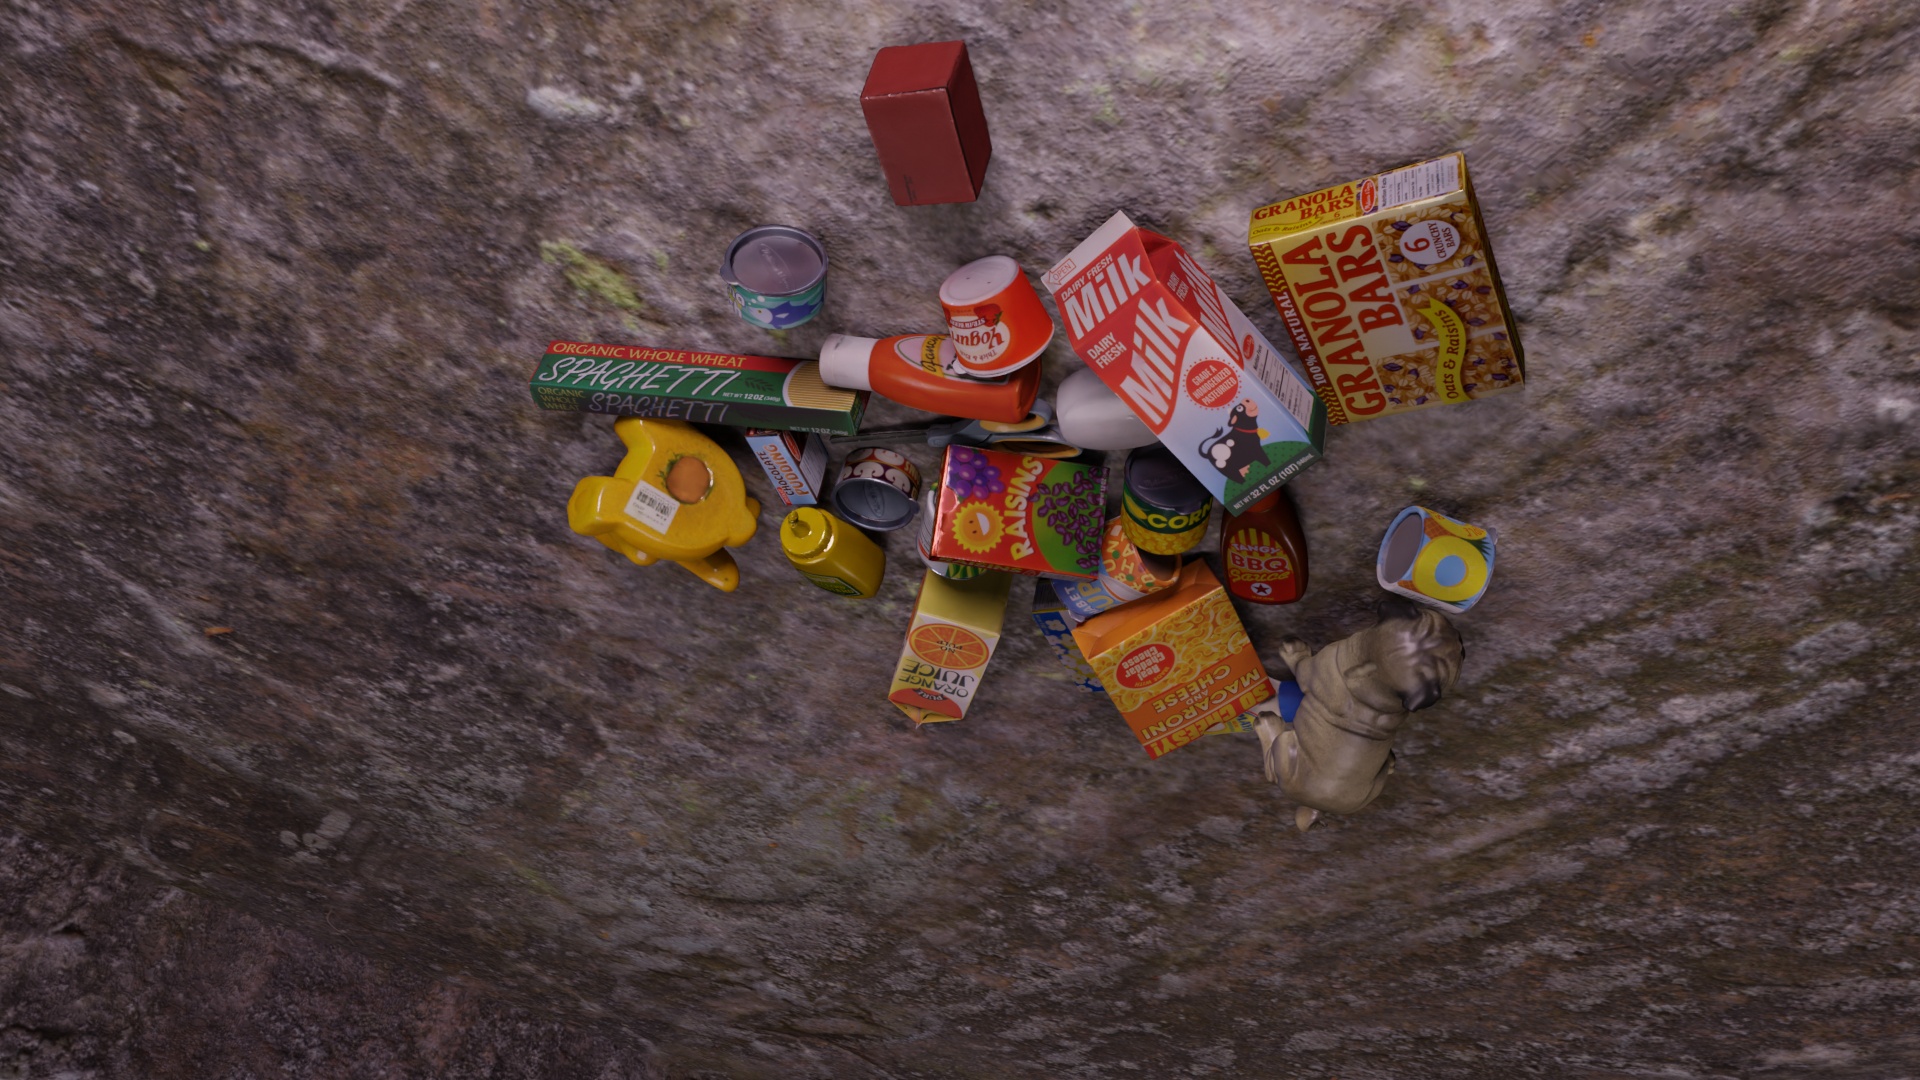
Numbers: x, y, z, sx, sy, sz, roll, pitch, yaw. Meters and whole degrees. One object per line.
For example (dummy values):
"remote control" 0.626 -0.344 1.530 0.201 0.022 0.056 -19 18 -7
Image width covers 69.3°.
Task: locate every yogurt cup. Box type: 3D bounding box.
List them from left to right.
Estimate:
"yogurt cup" 0.021 -0.147 0.898 0.072 0.073 0.053 -7 131 25

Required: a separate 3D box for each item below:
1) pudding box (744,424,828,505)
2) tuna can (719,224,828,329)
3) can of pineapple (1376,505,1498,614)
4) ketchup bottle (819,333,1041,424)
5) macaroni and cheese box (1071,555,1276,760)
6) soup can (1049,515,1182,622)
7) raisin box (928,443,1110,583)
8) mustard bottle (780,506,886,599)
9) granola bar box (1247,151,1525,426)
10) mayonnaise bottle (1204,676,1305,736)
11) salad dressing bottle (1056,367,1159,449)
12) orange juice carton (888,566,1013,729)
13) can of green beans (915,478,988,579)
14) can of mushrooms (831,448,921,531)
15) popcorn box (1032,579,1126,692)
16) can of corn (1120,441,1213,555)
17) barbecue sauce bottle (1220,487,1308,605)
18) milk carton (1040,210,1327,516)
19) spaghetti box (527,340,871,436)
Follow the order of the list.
"pudding box" -0.130 -0.071 1.055 0.030 0.050 0.083 -3 142 18
"tuna can" -0.122 -0.170 0.903 0.071 0.071 0.032 12 144 2
"can of pineapple" 0.345 0.012 1.010 0.058 0.071 0.070 19 143 -8
"ketchup bottle" -0.022 -0.116 0.955 0.149 0.065 0.043 9 135 17
"macaroni and cheese box" 0.180 0.103 1.150 0.123 0.040 0.166 -30 134 5
"soup can" 0.121 0.020 1.081 0.083 0.072 0.071 -24 130 39
"raisin box" 0.043 -0.019 1.024 0.123 0.086 0.040 9 172 -6
"mustard bottle" -0.110 0.006 1.113 0.065 0.049 0.160 10 166 19
"granola bar box" 0.262 -0.147 0.844 0.124 0.039 0.165 -10 138 28
"mayonnaise bottle" 0.251 0.146 1.235 0.148 0.041 0.064 -7 140 26
"salad dressing bottle" 0.142 -0.095 0.947 0.147 0.044 0.064 -4 135 20
"orange juice carton" -0.014 0.093 1.220 0.073 0.072 0.191 16 143 -3
"can of green beans" 0.002 -0.013 1.079 0.071 0.071 0.057 15 143 -2
"can of mushrooms" -0.063 -0.039 1.091 0.071 0.034 0.070 8 143 7
"popcorn box" 0.123 0.080 1.188 0.085 0.038 0.126 -8 139 24
"can of corn" 0.151 -0.030 1.007 0.071 0.071 0.058 7 144 8
"barbecue sauce bottle" 0.223 -0.011 1.032 0.065 0.044 0.147 6 144 22
"milk carton" 0.138 -0.114 0.864 0.190 0.074 0.072 45 123 -12
"spaghetti box" -0.193 -0.112 1.019 0.250 0.050 0.028 6 141 10
